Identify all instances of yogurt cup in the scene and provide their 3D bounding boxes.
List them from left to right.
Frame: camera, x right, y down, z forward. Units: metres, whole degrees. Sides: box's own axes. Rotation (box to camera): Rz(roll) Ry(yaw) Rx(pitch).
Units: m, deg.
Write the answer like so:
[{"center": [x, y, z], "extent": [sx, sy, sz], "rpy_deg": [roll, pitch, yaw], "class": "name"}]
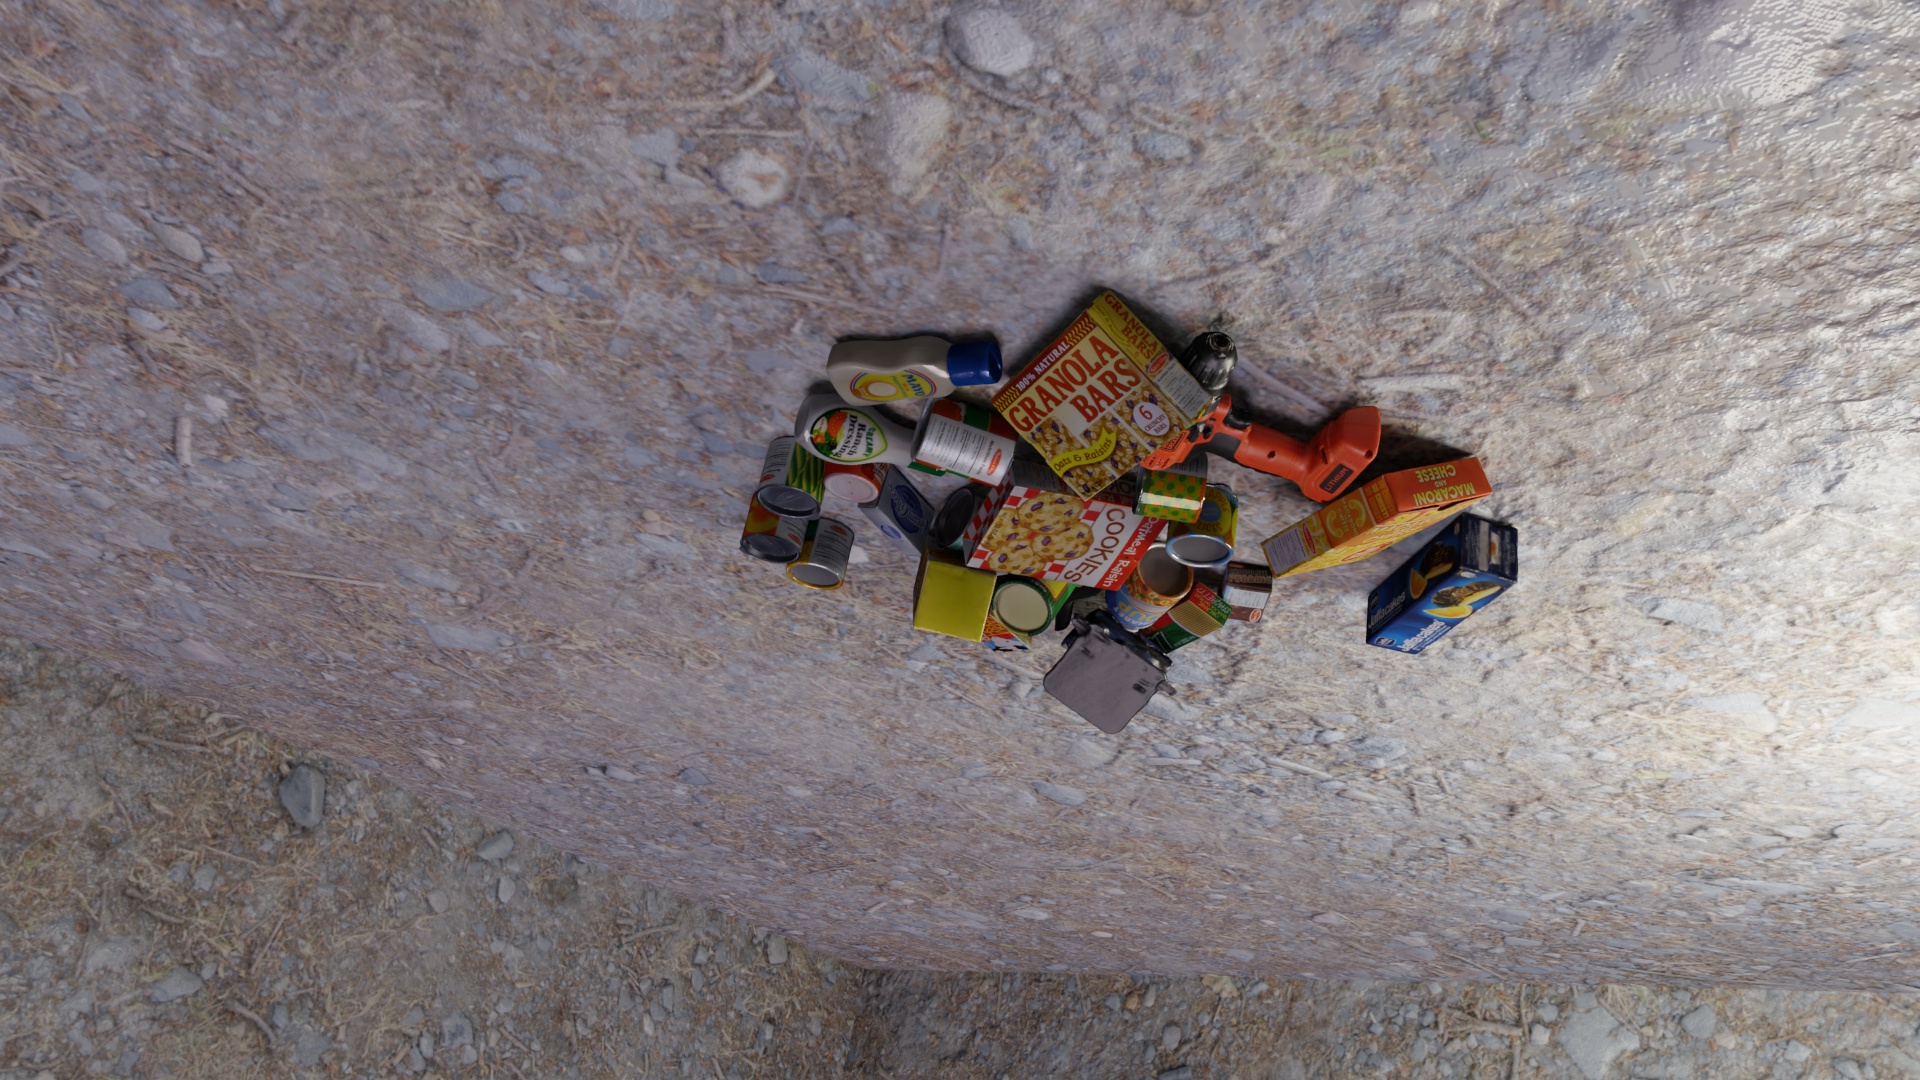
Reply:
[{"center": [-0.101, -0.073, 1.353], "extent": [0.072, 0.054, 0.072], "rpy_deg": [9, 152, 5], "class": "yogurt cup"}]

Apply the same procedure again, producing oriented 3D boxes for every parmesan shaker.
[{"center": [0.083, 0.047, 1.426], "extent": [0.071, 0.103, 0.071], "rpy_deg": [11, 121, 20], "class": "parmesan shaker"}]

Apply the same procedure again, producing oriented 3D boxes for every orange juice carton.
[{"center": [-0.009, 0.043, 1.468], "extent": [0.072, 0.073, 0.193], "rpy_deg": [13, -170, -4], "class": "orange juice carton"}]

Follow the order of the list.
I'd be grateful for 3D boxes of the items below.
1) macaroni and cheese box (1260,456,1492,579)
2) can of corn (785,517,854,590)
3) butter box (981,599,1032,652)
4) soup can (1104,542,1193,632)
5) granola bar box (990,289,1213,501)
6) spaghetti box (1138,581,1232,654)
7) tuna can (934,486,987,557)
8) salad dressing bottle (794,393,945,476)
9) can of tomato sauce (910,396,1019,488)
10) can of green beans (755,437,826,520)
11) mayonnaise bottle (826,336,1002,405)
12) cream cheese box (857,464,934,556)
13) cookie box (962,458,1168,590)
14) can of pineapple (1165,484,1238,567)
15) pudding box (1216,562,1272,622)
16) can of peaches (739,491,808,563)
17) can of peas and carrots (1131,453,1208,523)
[{"center": [0.371, -0.018, 1.246], "extent": [0.124, 0.040, 0.165], "rpy_deg": [-10, 165, -31], "class": "macaroni and cheese box"}, {"center": [-0.157, 0.016, 1.537], "extent": [0.071, 0.058, 0.071], "rpy_deg": [8, 152, 5], "class": "can of corn"}, {"center": [0.040, 0.102, 1.669], "extent": [0.053, 0.024, 0.103], "rpy_deg": [-9, 147, 32], "class": "butter box"}, {"center": [0.198, 0.050, 1.461], "extent": [0.071, 0.071, 0.083], "rpy_deg": [16, 152, -11], "class": "soup can"}, {"center": [0.112, -0.116, 1.154], "extent": [0.124, 0.039, 0.165], "rpy_deg": [46, 146, -3], "class": "granola bar box"}, {"center": [0.220, 0.104, 1.567], "extent": [0.050, 0.029, 0.249], "rpy_deg": [37, 153, -6], "class": "spaghetti box"}, {"center": [0.005, -0.018, 1.408], "extent": [0.033, 0.071, 0.071], "rpy_deg": [26, 149, -27], "class": "tuna can"}, {"center": [-0.080, -0.096, 1.304], "extent": [0.148, 0.044, 0.064], "rpy_deg": [14, 109, -22], "class": "salad dressing bottle"}, {"center": [0.003, -0.092, 1.269], "extent": [0.083, 0.071, 0.071], "rpy_deg": [18, 152, -12], "class": "can of tomato sauce"}, {"center": [-0.166, -0.062, 1.391], "extent": [0.071, 0.058, 0.071], "rpy_deg": [8, 152, 4], "class": "can of green beans"}, {"center": [-0.038, -0.148, 1.200], "extent": [0.148, 0.041, 0.064], "rpy_deg": [-2, 149, 23], "class": "mayonnaise bottle"}, {"center": [-0.064, -0.031, 1.419], "extent": [0.024, 0.053, 0.103], "rpy_deg": [2, 152, 30], "class": "cream cheese box"}, {"center": [0.103, -0.012, 1.347], "extent": [0.167, 0.040, 0.122], "rpy_deg": [10, 137, -20], "class": "cookie box"}, {"center": [0.233, -0.015, 1.340], "extent": [0.071, 0.058, 0.070], "rpy_deg": [8, 152, 5], "class": "can of pineapple"}, {"center": [0.302, 0.056, 1.482], "extent": [0.050, 0.030, 0.083], "rpy_deg": [7, 153, 5], "class": "pudding box"}, {"center": [-0.200, -0.015, 1.493], "extent": [0.071, 0.058, 0.071], "rpy_deg": [8, 153, 4], "class": "can of peaches"}, {"center": [0.192, -0.050, 1.277], "extent": [0.059, 0.071, 0.070], "rpy_deg": [9, 152, 2], "class": "can of peas and carrots"}]
